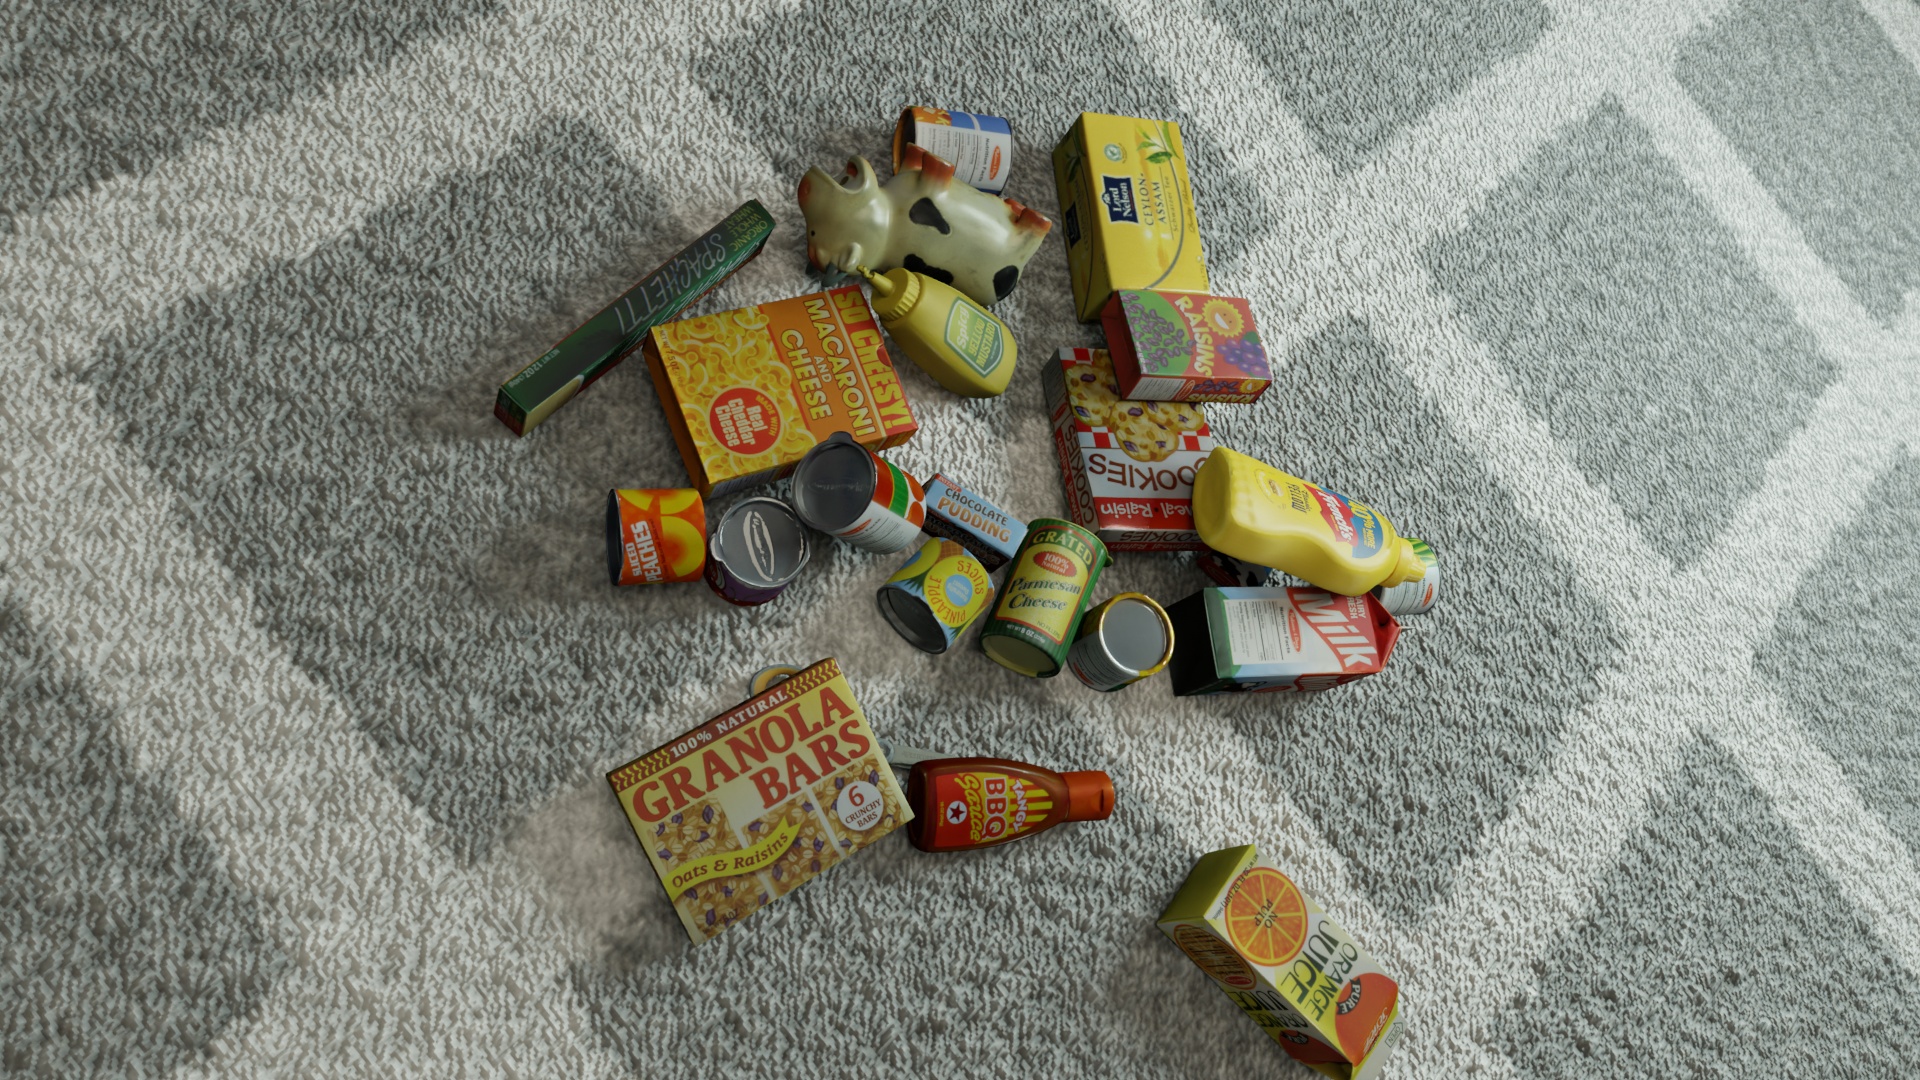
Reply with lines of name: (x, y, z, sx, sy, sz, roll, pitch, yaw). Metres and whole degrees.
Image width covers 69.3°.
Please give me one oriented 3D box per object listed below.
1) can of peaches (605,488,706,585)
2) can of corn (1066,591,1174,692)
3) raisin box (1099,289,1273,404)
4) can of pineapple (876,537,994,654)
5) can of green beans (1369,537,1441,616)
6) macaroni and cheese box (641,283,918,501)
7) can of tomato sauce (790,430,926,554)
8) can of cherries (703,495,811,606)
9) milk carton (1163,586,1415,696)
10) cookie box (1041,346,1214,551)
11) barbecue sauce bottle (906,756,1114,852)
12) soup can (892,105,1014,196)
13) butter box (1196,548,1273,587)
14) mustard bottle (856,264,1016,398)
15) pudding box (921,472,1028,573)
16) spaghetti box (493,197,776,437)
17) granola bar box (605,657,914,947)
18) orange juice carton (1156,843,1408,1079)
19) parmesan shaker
can of peaches: (-0.208, -0.002, 0.947, 0.058, 0.071, 0.071, -2, 73, -23)
can of corn: (0.123, 0.076, 1.058, 0.071, 0.058, 0.071, 7, 70, -20)
raisin box: (0.184, -0.157, 1.131, 0.123, 0.040, 0.086, -1, 61, -22)
can of pineapple: (-0.017, 0.040, 1.009, 0.071, 0.070, 0.058, 45, 62, -2)
can of green beans: (0.358, 0.031, 1.164, 0.058, 0.071, 0.071, -3, 73, -22)
macaroni and cheese box: (-0.128, -0.109, 1.004, 0.167, 0.040, 0.124, -18, 79, -27)
can of tomato sauce: (-0.071, -0.032, 0.986, 0.071, 0.083, 0.071, -6, 75, 23)
can of cherries: (-0.147, 0.008, 0.975, 0.071, 0.058, 0.071, 7, 71, -20)
milk carton: (0.264, 0.080, 1.106, 0.191, 0.072, 0.073, 0, 72, -21)
cookie box: (0.141, -0.073, 1.117, 0.123, 0.040, 0.168, 0, 63, -22)
barbecue sauce bottle: (0.037, 0.186, 0.992, 0.149, 0.043, 0.065, 1, 92, -23)
soup can: (-0.008, -0.320, 1.143, 0.084, 0.071, 0.071, 2, 72, -21)
butter box: (0.243, -0.002, 1.153, 0.053, 0.024, 0.104, 40, 63, -5)
mustard bottle: (-0.022, -0.164, 1.054, 0.160, 0.049, 0.065, 30, 67, -43)
pudding box: (0.004, -0.013, 1.047, 0.083, 0.049, 0.030, 32, 65, -9)
spaghetti box: (-0.231, -0.165, 1.006, 0.028, 0.050, 0.251, 47, 62, -4)
granola bar box: (-0.132, 0.170, 0.921, 0.166, 0.039, 0.124, -27, 90, -22)
orange juice carton: (0.244, 0.316, 1.015, 0.192, 0.072, 0.072, 44, 62, -3)
parmesan shaker: (0.065, 0.044, 1.041, 0.071, 0.071, 0.103, 30, 64, -10)
